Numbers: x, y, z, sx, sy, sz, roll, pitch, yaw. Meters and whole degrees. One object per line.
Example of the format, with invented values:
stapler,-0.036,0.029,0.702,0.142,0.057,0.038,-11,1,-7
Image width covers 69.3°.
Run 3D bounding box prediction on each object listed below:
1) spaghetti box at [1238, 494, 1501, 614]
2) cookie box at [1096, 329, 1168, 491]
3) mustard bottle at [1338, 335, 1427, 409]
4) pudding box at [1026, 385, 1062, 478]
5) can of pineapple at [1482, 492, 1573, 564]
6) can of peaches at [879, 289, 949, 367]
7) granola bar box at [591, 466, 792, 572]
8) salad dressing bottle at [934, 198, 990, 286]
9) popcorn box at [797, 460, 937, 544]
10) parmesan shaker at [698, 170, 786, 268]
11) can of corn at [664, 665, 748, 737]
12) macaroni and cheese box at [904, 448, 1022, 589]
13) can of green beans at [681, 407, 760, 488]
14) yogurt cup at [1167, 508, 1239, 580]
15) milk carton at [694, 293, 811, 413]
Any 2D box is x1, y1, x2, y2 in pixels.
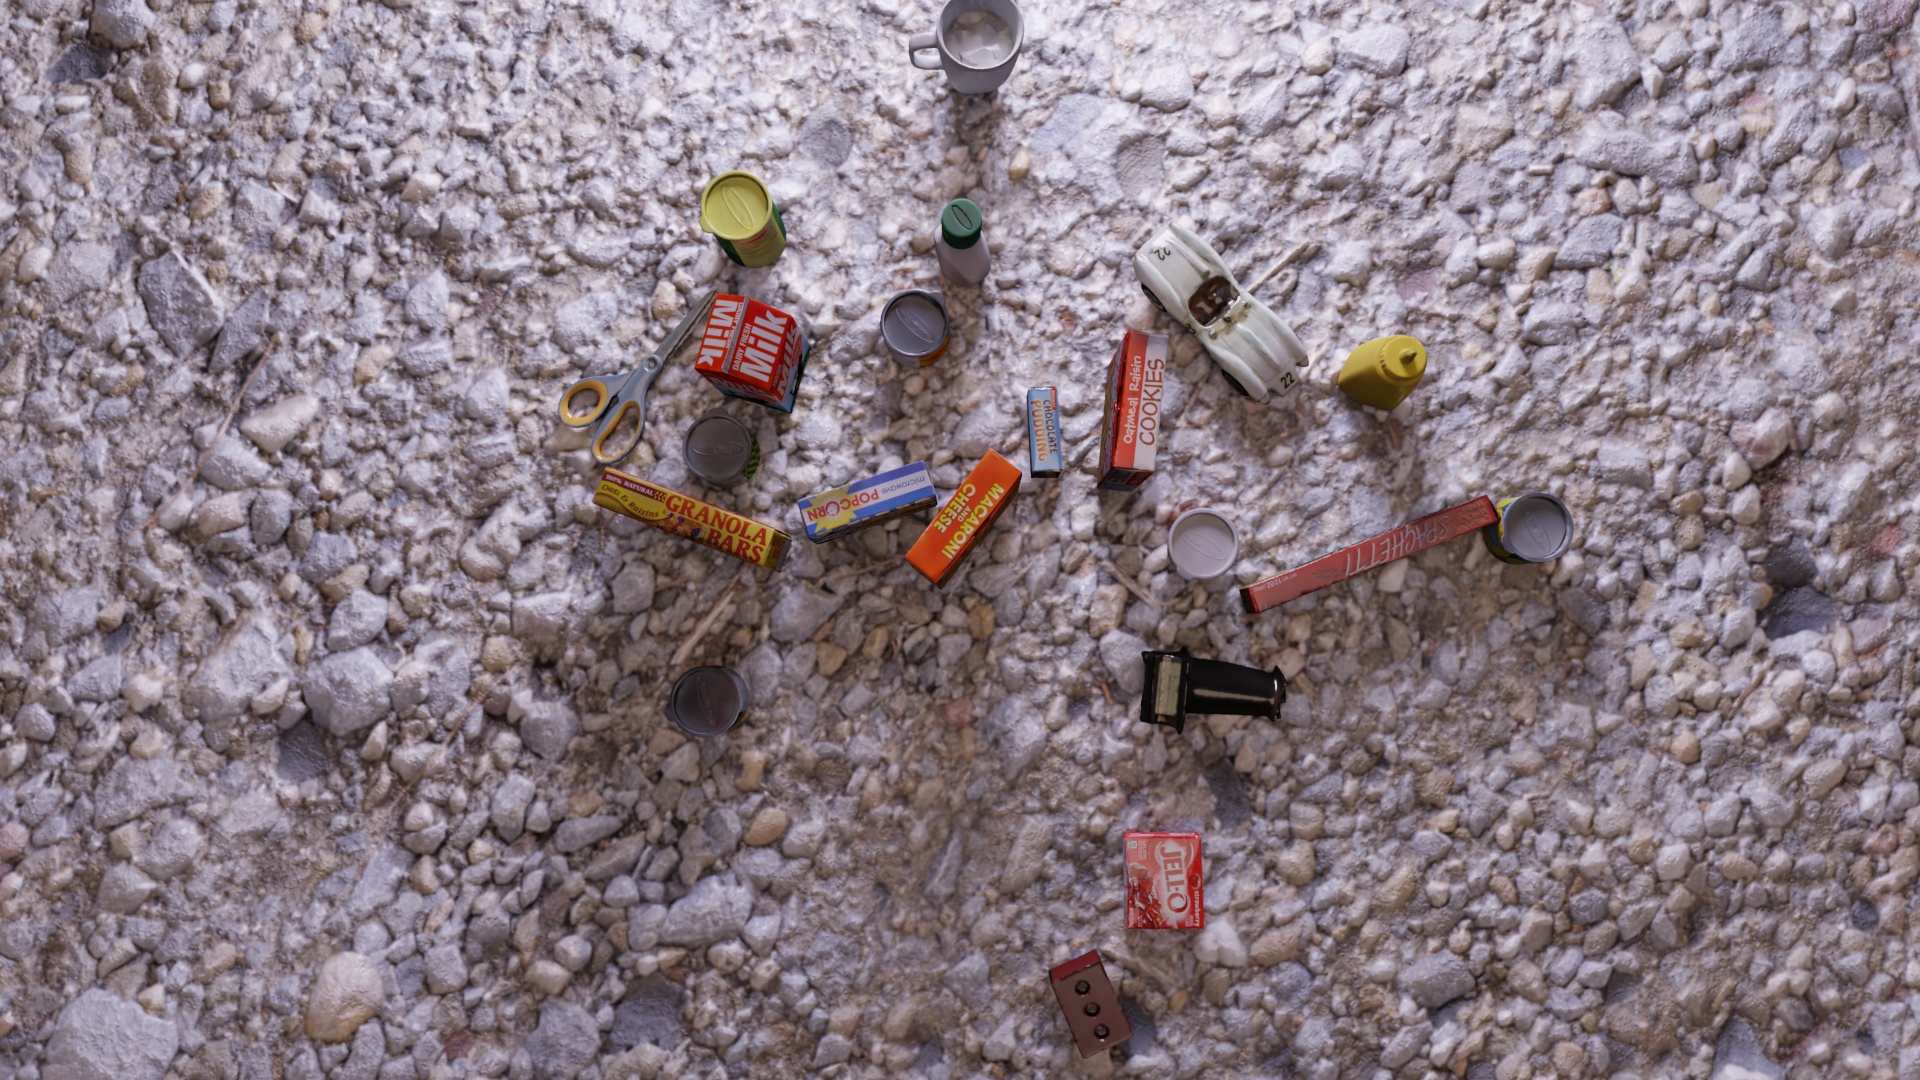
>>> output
spaghetti box,0.390,0.014,1.330,0.250,0.050,0.028,-21,86,-2
cookie box,0.156,-0.115,1.282,0.040,0.167,0.123,6,86,1
mustard bottle,0.399,-0.160,1.289,0.065,0.160,0.049,27,87,2
pudding box,0.081,-0.104,1.340,0.030,0.049,0.083,-3,86,0
can of pineapple,0.540,-0.010,1.328,0.071,0.058,0.071,0,86,0
can of peaches,-0.041,-0.206,1.344,0.071,0.058,0.071,0,86,0
granola bar box,-0.246,-0.018,1.296,0.166,0.124,0.039,20,87,2
salad dressing bottle,0.002,-0.281,1.305,0.044,0.147,0.064,-36,87,-2
popcorn box,-0.086,-0.035,1.317,0.127,0.085,0.038,-18,86,-1
parmesan shaker,-0.208,-0.304,1.329,0.071,0.103,0.071,0,86,0
can of corn,-0.239,0.152,1.316,0.071,0.058,0.071,0,86,0
macaroni and cheese box,0.005,-0.016,1.275,0.040,0.166,0.124,38,87,3
can of green beans,-0.229,-0.085,1.335,0.071,0.058,0.071,0,86,0
yogurt cup,0.229,0.005,1.329,0.072,0.054,0.072,0,86,0
milk carton,-0.191,-0.172,1.275,0.073,0.190,0.072,16,86,1
